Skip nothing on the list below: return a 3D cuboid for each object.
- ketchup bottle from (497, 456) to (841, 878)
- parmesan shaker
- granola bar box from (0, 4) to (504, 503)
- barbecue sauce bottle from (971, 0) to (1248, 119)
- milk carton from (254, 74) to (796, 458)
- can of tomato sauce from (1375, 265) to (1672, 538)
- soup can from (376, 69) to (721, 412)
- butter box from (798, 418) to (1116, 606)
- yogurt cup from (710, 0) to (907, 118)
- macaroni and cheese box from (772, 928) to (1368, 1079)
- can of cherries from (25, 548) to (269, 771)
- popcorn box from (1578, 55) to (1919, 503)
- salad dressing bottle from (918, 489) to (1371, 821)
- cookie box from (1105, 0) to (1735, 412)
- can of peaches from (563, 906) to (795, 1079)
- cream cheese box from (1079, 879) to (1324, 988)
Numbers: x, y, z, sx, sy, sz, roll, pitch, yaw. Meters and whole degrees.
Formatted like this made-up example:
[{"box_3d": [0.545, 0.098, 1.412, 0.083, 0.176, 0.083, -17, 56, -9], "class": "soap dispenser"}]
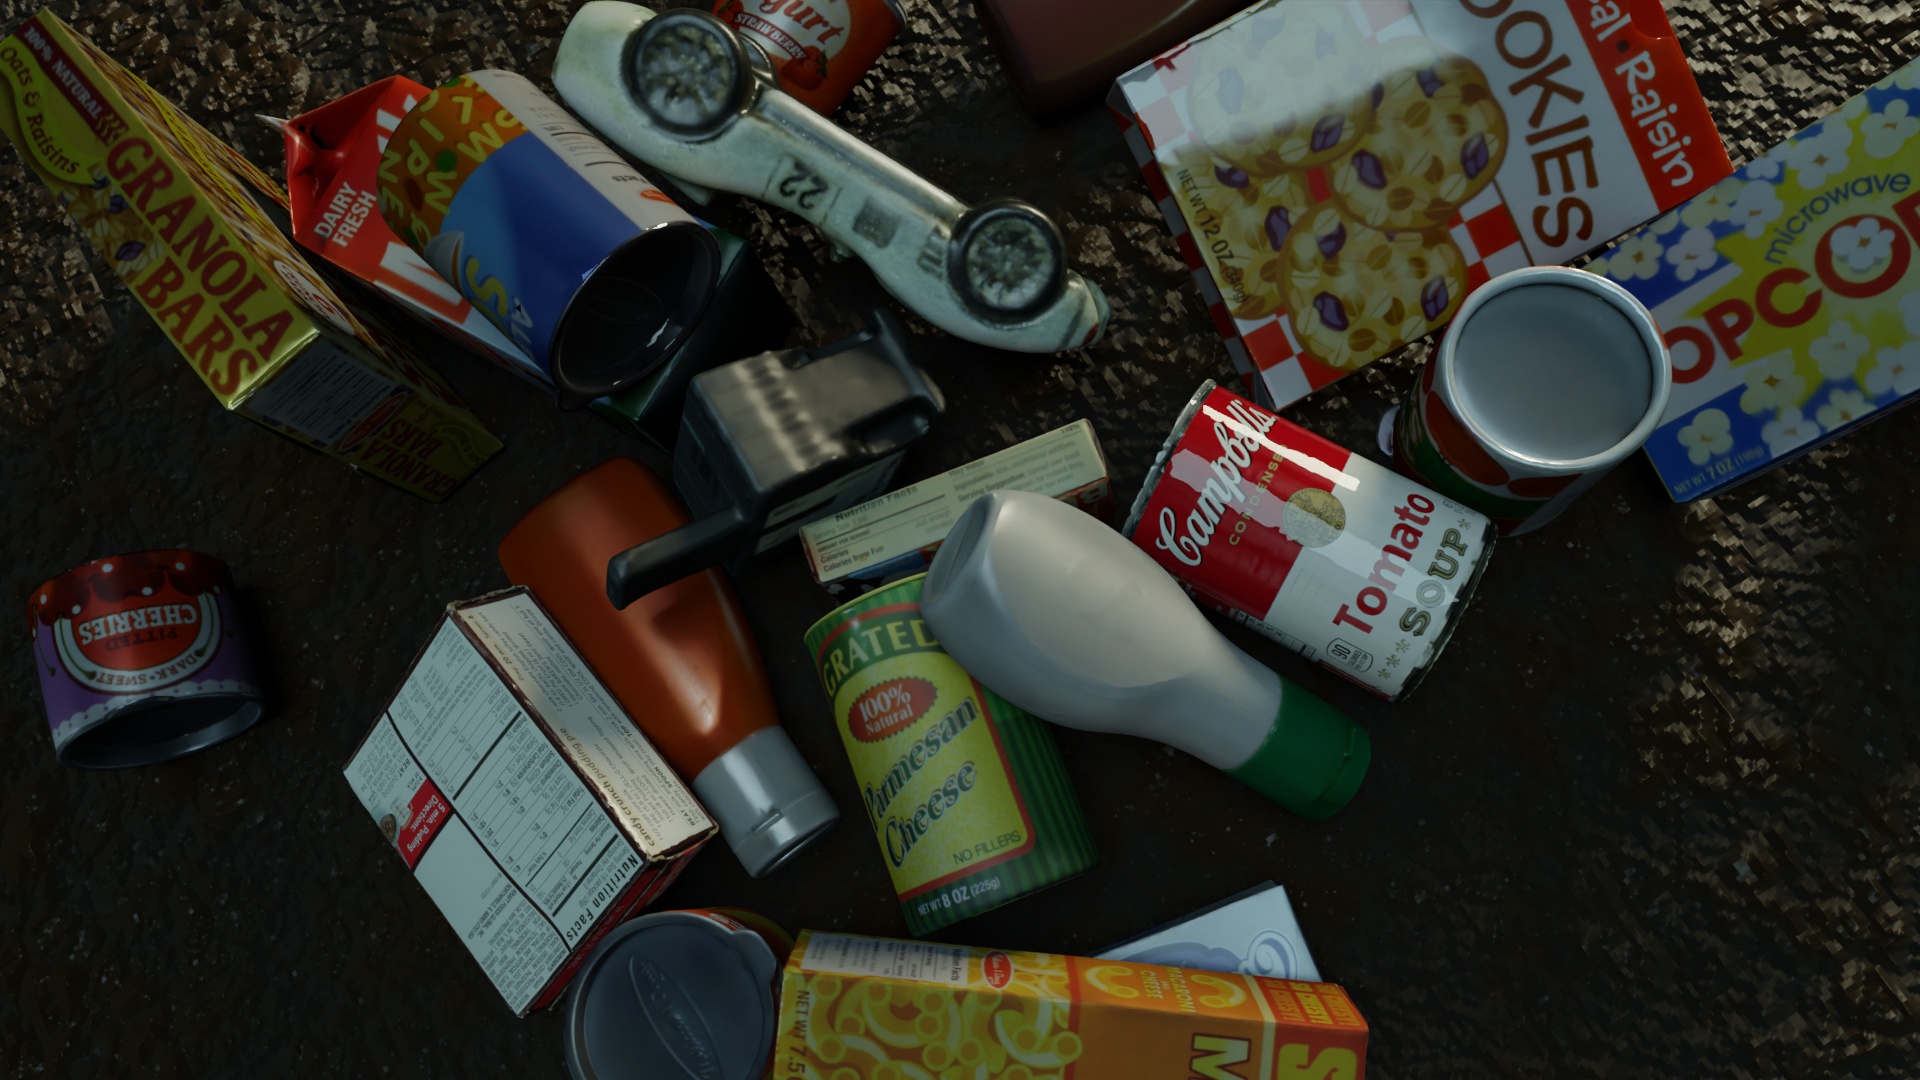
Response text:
[{"box_3d": [-0.097, 0.045, 0.480, 0.065, 0.043, 0.149, -37, 75, 0], "class": "ketchup bottle"}, {"box_3d": [0.000, 0.067, 0.449, 0.071, 0.071, 0.103, -22, 75, 2], "class": "parmesan shaker"}, {"box_3d": [-0.251, -0.093, 0.492, 0.039, 0.124, 0.166, -43, 75, -3], "class": "granola bar box"}, {"box_3d": [0.081, -0.216, 0.518, 0.148, 0.043, 0.065, -26, 75, 1], "class": "barbecue sauce bottle"}, {"box_3d": [-0.165, -0.104, 0.510, 0.191, 0.072, 0.073, 27, 83, 13], "class": "milk carton"}, {"box_3d": [0.176, -0.042, 0.443, 0.071, 0.083, 0.071, -2, 77, 7], "class": "can of tomato sauce"}, {"box_3d": [-0.129, -0.093, 0.431, 0.084, 0.071, 0.071, 41, 85, 14], "class": "soup can"}, {"box_3d": [0.002, -0.006, 0.474, 0.103, 0.053, 0.024, -21, 73, 2], "class": "butter box"}, {"box_3d": [-0.062, -0.192, 0.522, 0.072, 0.072, 0.054, 32, 92, 13], "class": "yogurt cup"}, {"box_3d": [0.027, 0.187, 0.405, 0.166, 0.040, 0.123, 5, 93, 1], "class": "macaroni and cheese box"}, {"box_3d": [-0.288, 0.042, 0.493, 0.071, 0.071, 0.058, -23, 74, 2], "class": "can of cherries"}, {"box_3d": [0.263, -0.077, 0.427, 0.126, 0.038, 0.085, -36, 69, 41], "class": "popcorn box"}, {"box_3d": [0.060, 0.039, 0.431, 0.147, 0.043, 0.064, 31, 53, -14], "class": "salad dressing bottle"}, {"box_3d": [0.152, -0.136, 0.467, 0.167, 0.040, 0.123, -27, 95, 4], "class": "cookie box"}, {"box_3d": [-0.082, 0.151, 0.446, 0.071, 0.058, 0.071, -2, 76, 8], "class": "can of peaches"}, {"box_3d": [0.065, 0.152, 0.443, 0.104, 0.024, 0.053, -23, 76, 2], "class": "cream cheese box"}]
